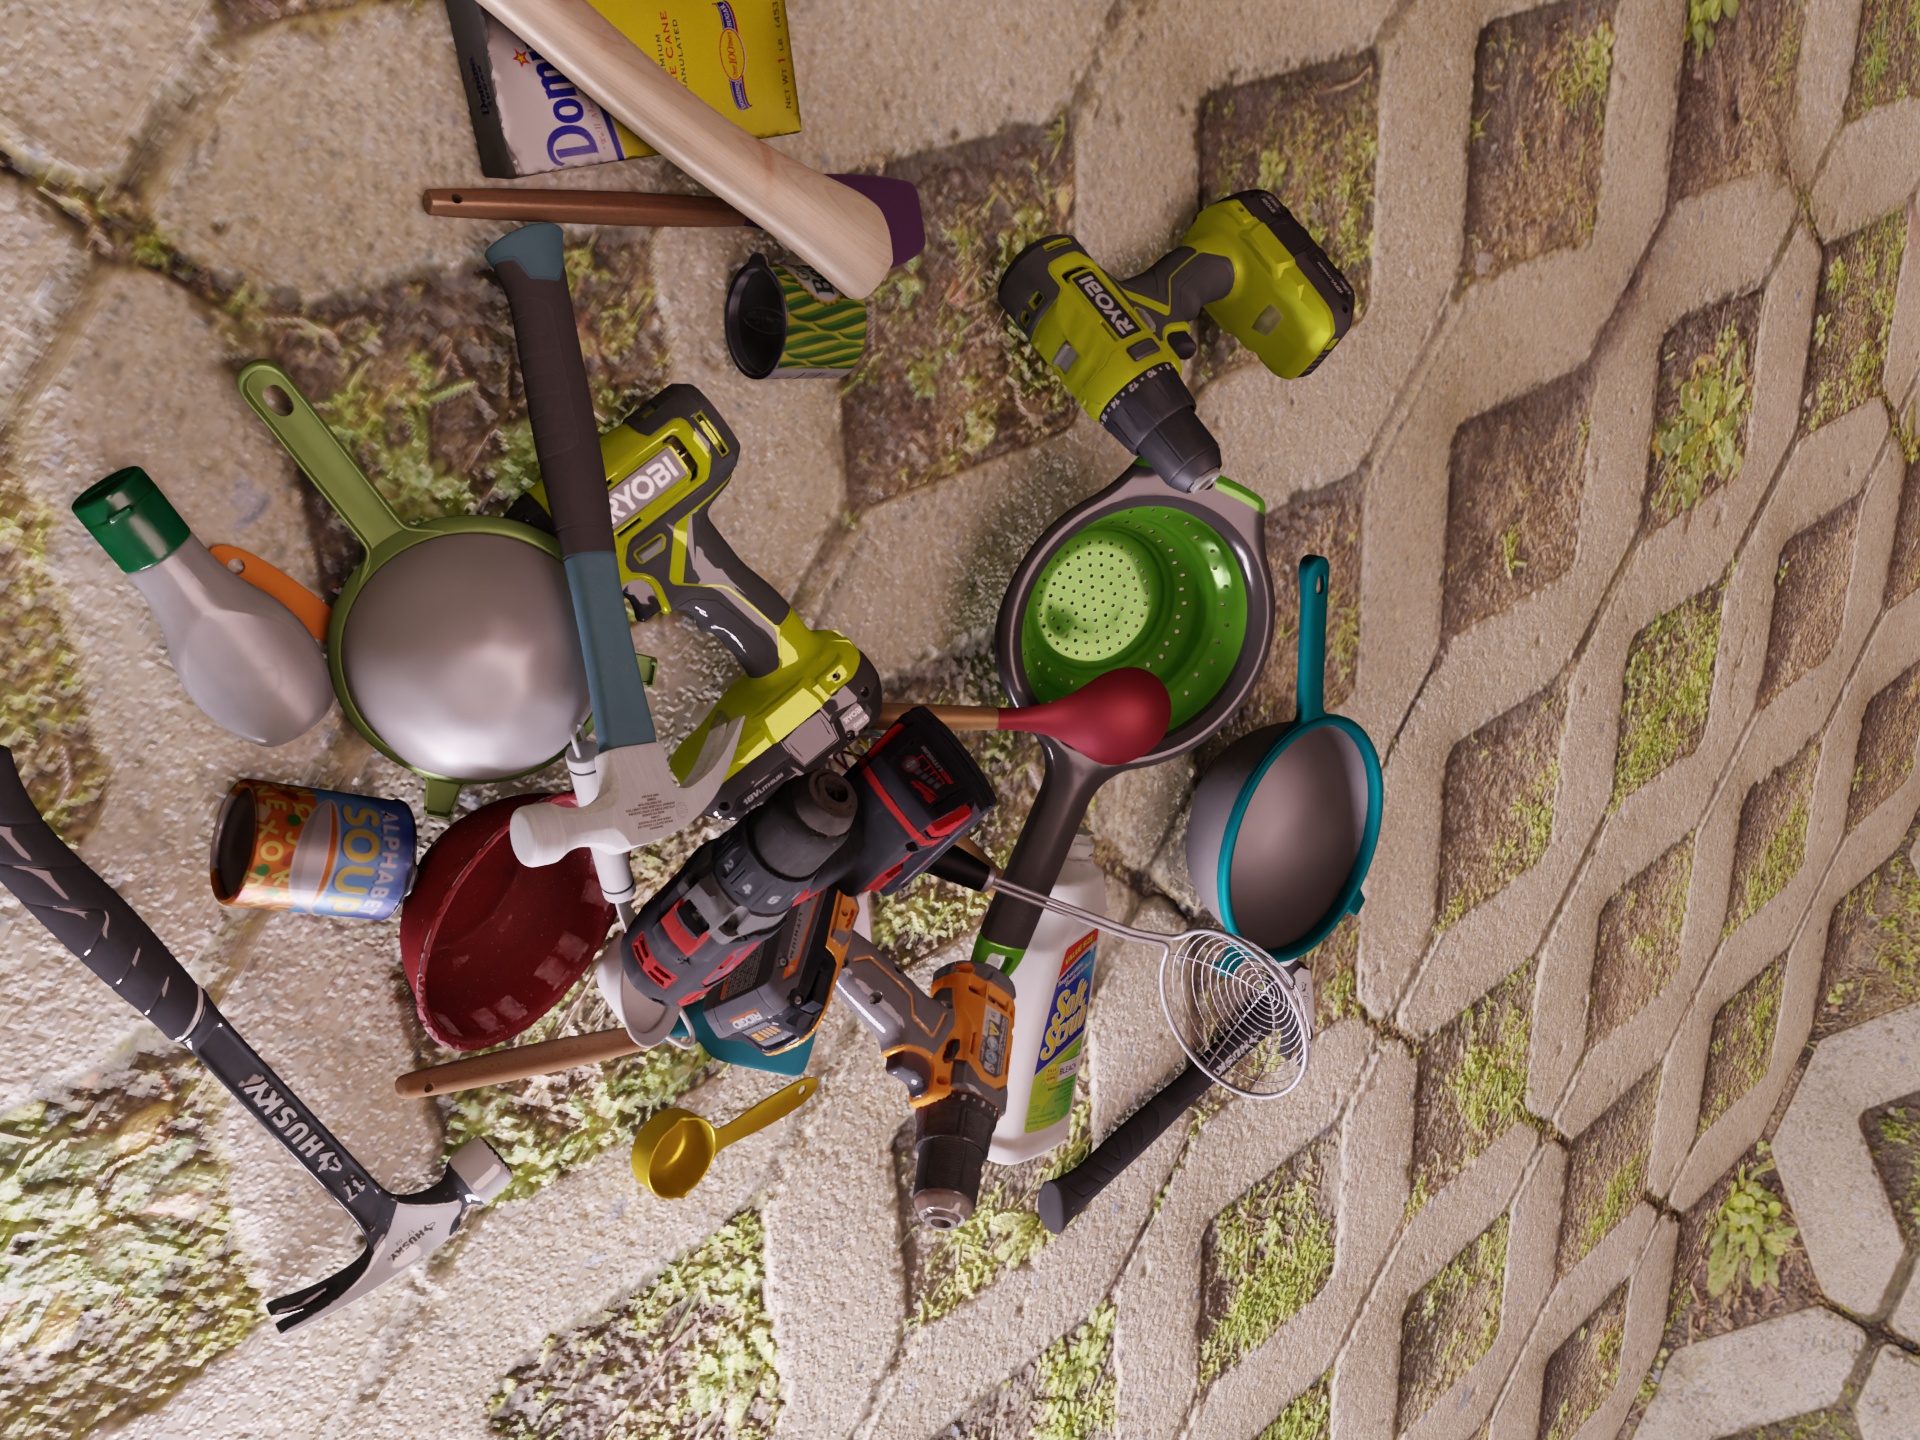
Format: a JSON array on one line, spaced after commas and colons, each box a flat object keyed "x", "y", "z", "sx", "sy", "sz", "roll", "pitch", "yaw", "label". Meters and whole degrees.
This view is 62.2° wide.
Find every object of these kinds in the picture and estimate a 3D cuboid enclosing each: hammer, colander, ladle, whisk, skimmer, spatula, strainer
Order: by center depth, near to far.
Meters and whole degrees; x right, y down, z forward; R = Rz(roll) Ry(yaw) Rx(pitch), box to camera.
[{"x": -0.192, "y": -0.326, "z": 0.778, "sx": 0.410, "sy": 0.038, "sz": 0.146, "roll": 31, "pitch": 85, "yaw": -39, "label": "hammer"}, {"x": -0.275, "y": -0.066, "z": 0.801, "sx": 0.151, "sy": 0.069, "sz": 0.256, "roll": -33, "pitch": 117, "yaw": -2, "label": "strainer"}, {"x": -0.193, "y": -0.097, "z": 0.813, "sx": 0.128, "sy": 0.033, "sz": 0.331, "roll": -7, "pitch": 82, "yaw": -40, "label": "hammer"}, {"x": -0.401, "y": 0.170, "z": 0.839, "sx": 0.149, "sy": 0.036, "sz": 0.408, "roll": -41, "pitch": 127, "yaw": -21, "label": "hammer"}, {"x": -0.146, "y": -0.286, "z": 0.900, "sx": 0.315, "sy": 0.018, "sz": 0.060, "roll": -11, "pitch": 93, "yaw": -37, "label": "spatula"}, {"x": -0.196, "y": 0.100, "z": 0.912, "sx": 0.087, "sy": 0.050, "sz": 0.258, "roll": -72, "pitch": 163, "yaw": -48, "label": "strainer"}, {"x": -0.205, "y": 0.201, "z": 0.982, "sx": 0.317, "sy": 0.044, "sz": 0.082, "roll": 1, "pitch": 104, "yaw": -55, "label": "spatula"}, {"x": -0.002, "y": -0.003, "z": 1.047, "sx": 0.315, "sy": 0.031, "sz": 0.069, "roll": 1, "pitch": 104, "yaw": -17, "label": "ladle"}, {"x": 0.069, "y": 0.153, "z": 1.081, "sx": 0.363, "sy": 0.127, "sz": 0.090, "roll": 22, "pitch": 48, "yaw": -9, "label": "skimmer"}, {"x": -0.022, "y": 0.073, "z": 1.120, "sx": 0.051, "sy": 0.047, "sz": 0.244, "roll": -57, "pitch": 135, "yaw": -14, "label": "whisk"}, {"x": 0.080, "y": -0.001, "z": 1.141, "sx": 0.204, "sy": 0.095, "sz": 0.397, "roll": 18, "pitch": 102, "yaw": -23, "label": "colander"}, {"x": 0.252, "y": 0.027, "z": 1.302, "sx": 0.211, "sy": 0.095, "sz": 0.340, "roll": -16, "pitch": 113, "yaw": -39, "label": "strainer"}, {"x": 0.195, "y": 0.333, "z": 1.401, "sx": 0.335, "sy": 0.035, "sz": 0.146, "roll": -36, "pitch": 124, "yaw": -26, "label": "hammer"}]

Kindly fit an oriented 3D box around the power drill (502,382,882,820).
[{"x": -0.162, "y": -0.056, "z": 0.919, "sx": 0.171, "sy": 0.080, "sz": 0.223, "roll": -40, "pitch": 118, "yaw": -9, "label": "power drill"}]

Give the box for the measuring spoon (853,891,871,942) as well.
[{"x": -0.076, "y": 0.145, "z": 1.122, "sx": 0.034, "sy": 0.018, "sz": 0.124, "roll": -19, "pitch": 124, "yaw": -34, "label": "measuring spoon"}]

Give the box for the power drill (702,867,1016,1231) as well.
[{"x": -0.056, "y": 0.211, "z": 1.040, "sx": 0.226, "sy": 0.084, "sz": 0.186, "roll": 37, "pitch": 42, "yaw": -29, "label": "power drill"}]

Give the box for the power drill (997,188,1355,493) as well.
[{"x": 0.159, "y": -0.260, "z": 1.074, "sx": 0.228, "sy": 0.191, "sz": 0.080, "roll": -30, "pitch": 168, "yaw": -34, "label": "power drill"}]

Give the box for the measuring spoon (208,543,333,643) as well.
[{"x": -0.338, "y": -0.055, "z": 0.826, "sx": 0.116, "sy": 0.011, "sz": 0.021, "roll": 42, "pitch": 77, "yaw": -41, "label": "measuring spoon"}]

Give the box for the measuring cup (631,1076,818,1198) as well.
[{"x": -0.161, "y": 0.275, "z": 1.092, "sx": 0.156, "sy": 0.029, "sz": 0.062, "roll": -19, "pitch": 117, "yaw": -48, "label": "measuring cup"}]

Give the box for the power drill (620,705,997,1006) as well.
[{"x": -0.074, "y": 0.065, "z": 0.909, "sx": 0.188, "sy": 0.080, "sz": 0.226, "roll": -44, "pitch": 170, "yaw": 36, "label": "power drill"}]
